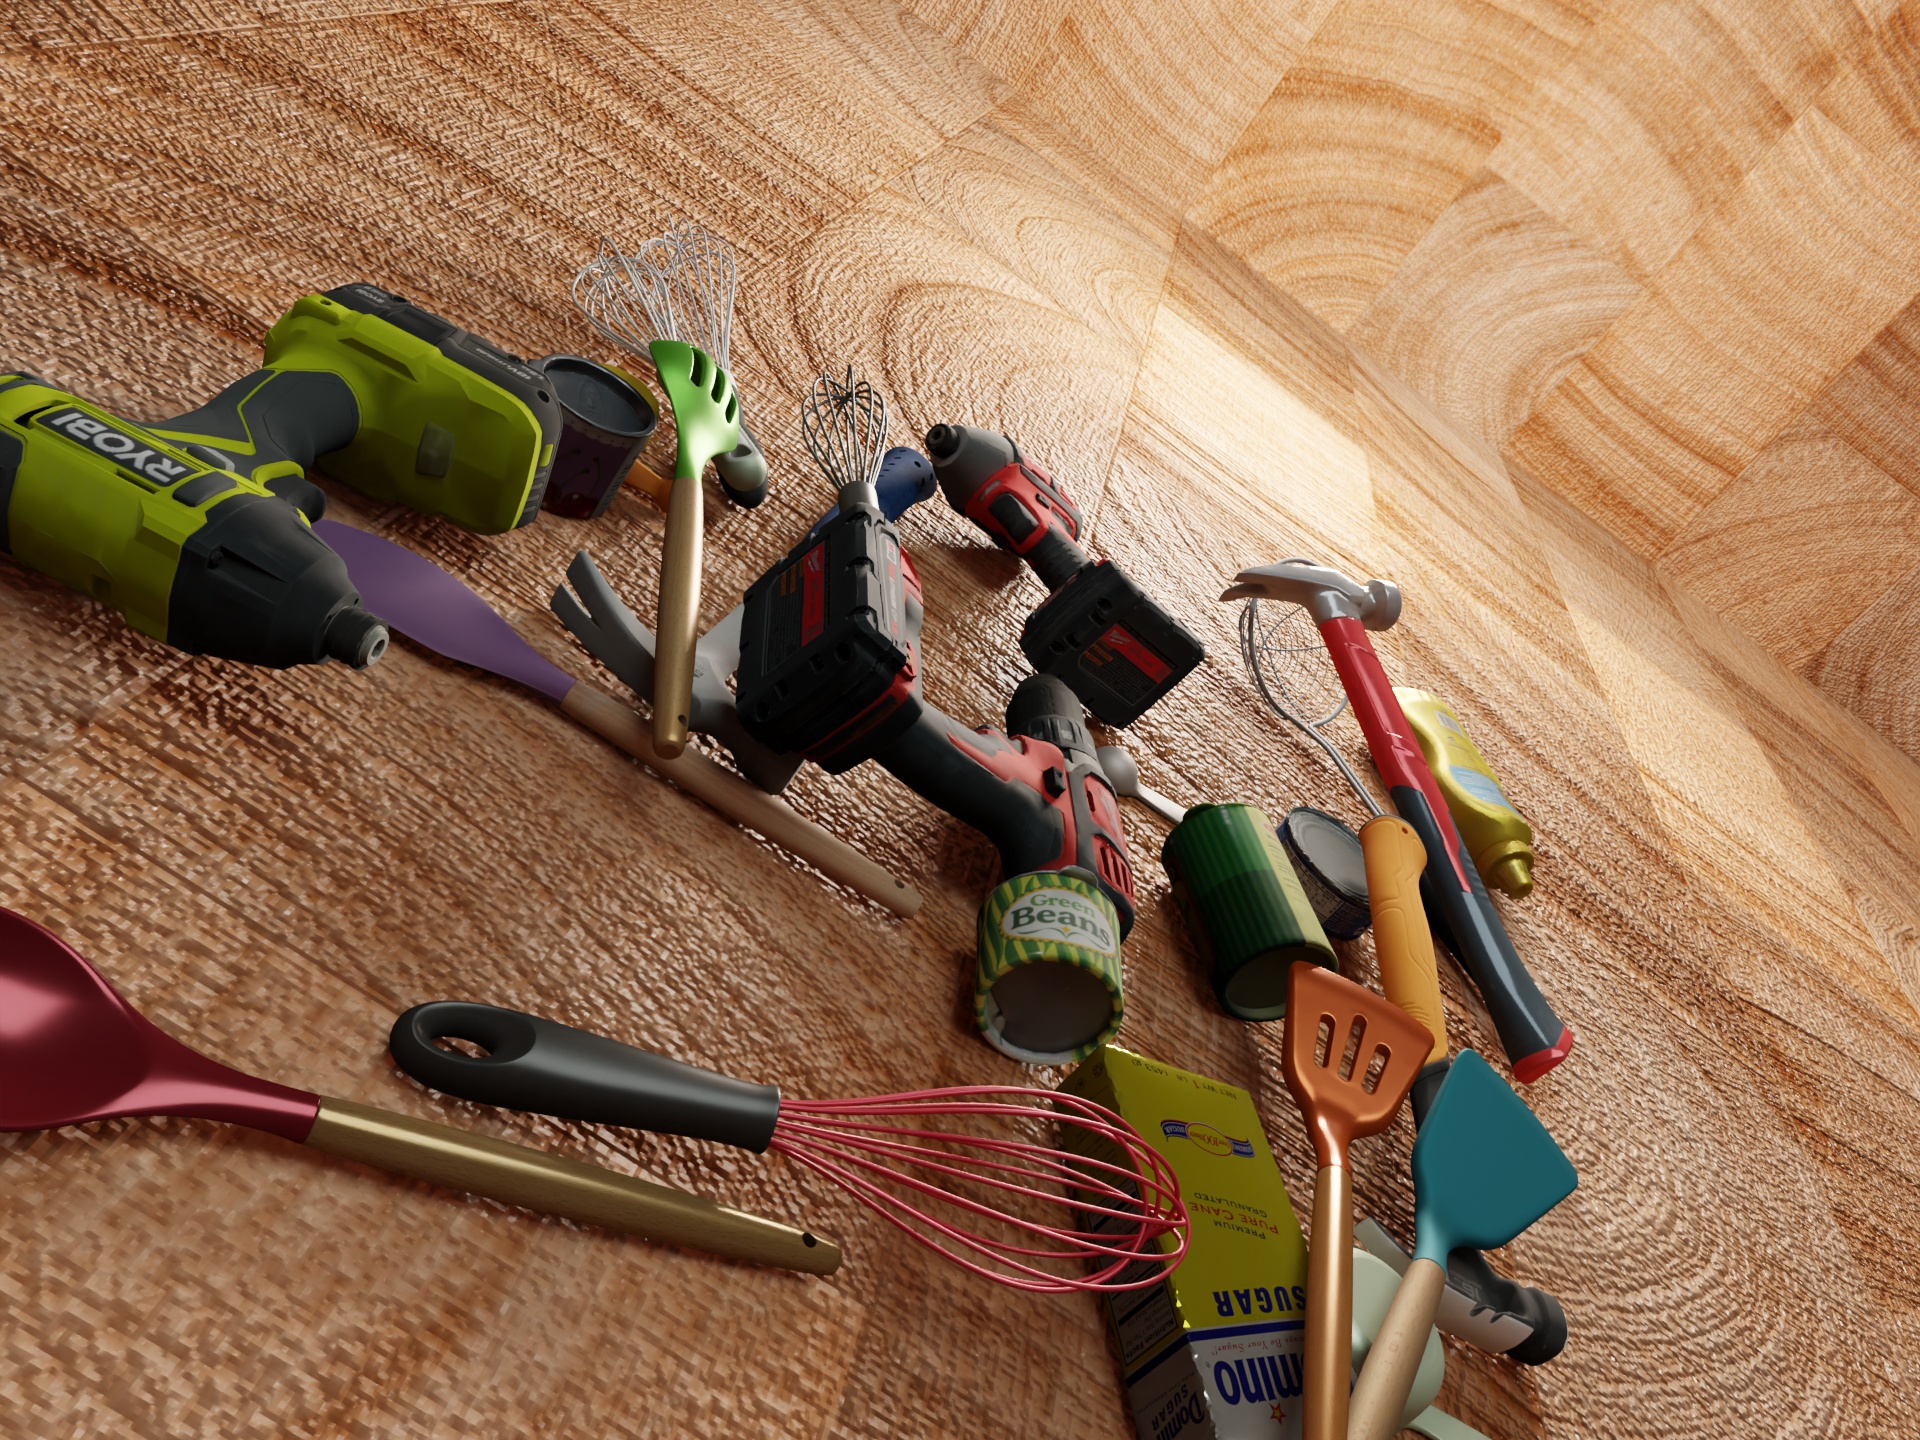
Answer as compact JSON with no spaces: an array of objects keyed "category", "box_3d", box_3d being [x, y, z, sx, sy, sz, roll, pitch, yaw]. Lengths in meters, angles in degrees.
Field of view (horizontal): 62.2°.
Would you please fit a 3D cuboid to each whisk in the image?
[{"category":"whisk","box_3d":[-0.174,-0.214,0.953,0.058,0.059,0.247,-20,51,-22]},{"category":"whisk","box_3d":[-0.048,0.144,0.553,0.295,0.073,0.073,18,32,-16]},{"category":"whisk","box_3d":[-0.058,-0.130,0.910,0.055,0.055,0.239,22,35,-29]},{"category":"whisk","box_3d":[-0.161,-0.231,1.015,0.070,0.070,0.285,16,40,-36]}]

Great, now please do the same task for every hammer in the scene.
[{"category":"hammer","box_3d":[0.290,0.053,1.045,0.143,0.038,0.387,3,52,-26]},{"category":"hammer","box_3d":[0.241,0.167,0.855,0.127,0.034,0.337,30,36,-16]},{"category":"hammer","box_3d":[-0.088,-0.093,0.903,0.144,0.035,0.406,37,27,-3]}]

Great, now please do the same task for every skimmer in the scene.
[{"category":"skimmer","box_3d":[0.303,0.033,1.118,0.127,0.090,0.364,12,37,-37]}]

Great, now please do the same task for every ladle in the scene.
[{"category":"ladle","box_3d":[-0.171,0.126,0.482,0.315,0.031,0.069,26,32,-26]}]

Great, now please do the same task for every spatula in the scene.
[{"category":"spatula","box_3d":[-0.151,0.001,0.705,0.316,0.018,0.060,33,27,-8]},{"category":"spatula","box_3d":[0.159,0.197,0.660,0.081,0.041,0.323,28,21,5]},{"category":"spatula","box_3d":[0.192,0.232,0.647,0.082,0.044,0.317,51,28,9]}]

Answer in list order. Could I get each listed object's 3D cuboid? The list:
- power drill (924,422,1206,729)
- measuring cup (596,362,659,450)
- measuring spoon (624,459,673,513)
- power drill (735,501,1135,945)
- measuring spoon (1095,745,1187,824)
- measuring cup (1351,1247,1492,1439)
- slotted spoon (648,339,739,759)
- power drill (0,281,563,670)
[{"category":"power drill","box_3d":[0.056,-0.107,1.031,0.143,0.078,0.220,34,19,-46]},{"category":"measuring cup","box_3d":[-0.238,-0.194,0.885,0.156,0.029,0.062,18,33,-36]},{"category":"measuring spoon","box_3d":[-0.199,-0.150,0.873,0.117,0.011,0.021,33,72,-13]},{"category":"power drill","box_3d":[-0.001,-0.002,0.782,0.226,0.080,0.188,41,26,-31]},{"category":"measuring spoon","box_3d":[0.132,0.050,0.966,0.124,0.018,0.034,32,28,-14]},{"category":"measuring cup","box_3d":[0.205,0.284,0.672,0.167,0.038,0.083,34,27,-3]},{"category":"slotted spoon","box_3d":[-0.132,-0.096,0.773,0.070,0.031,0.314,46,25,-38]},{"category":"power drill","box_3d":[-0.264,-0.099,0.645,0.171,0.080,0.223,27,30,2]}]
